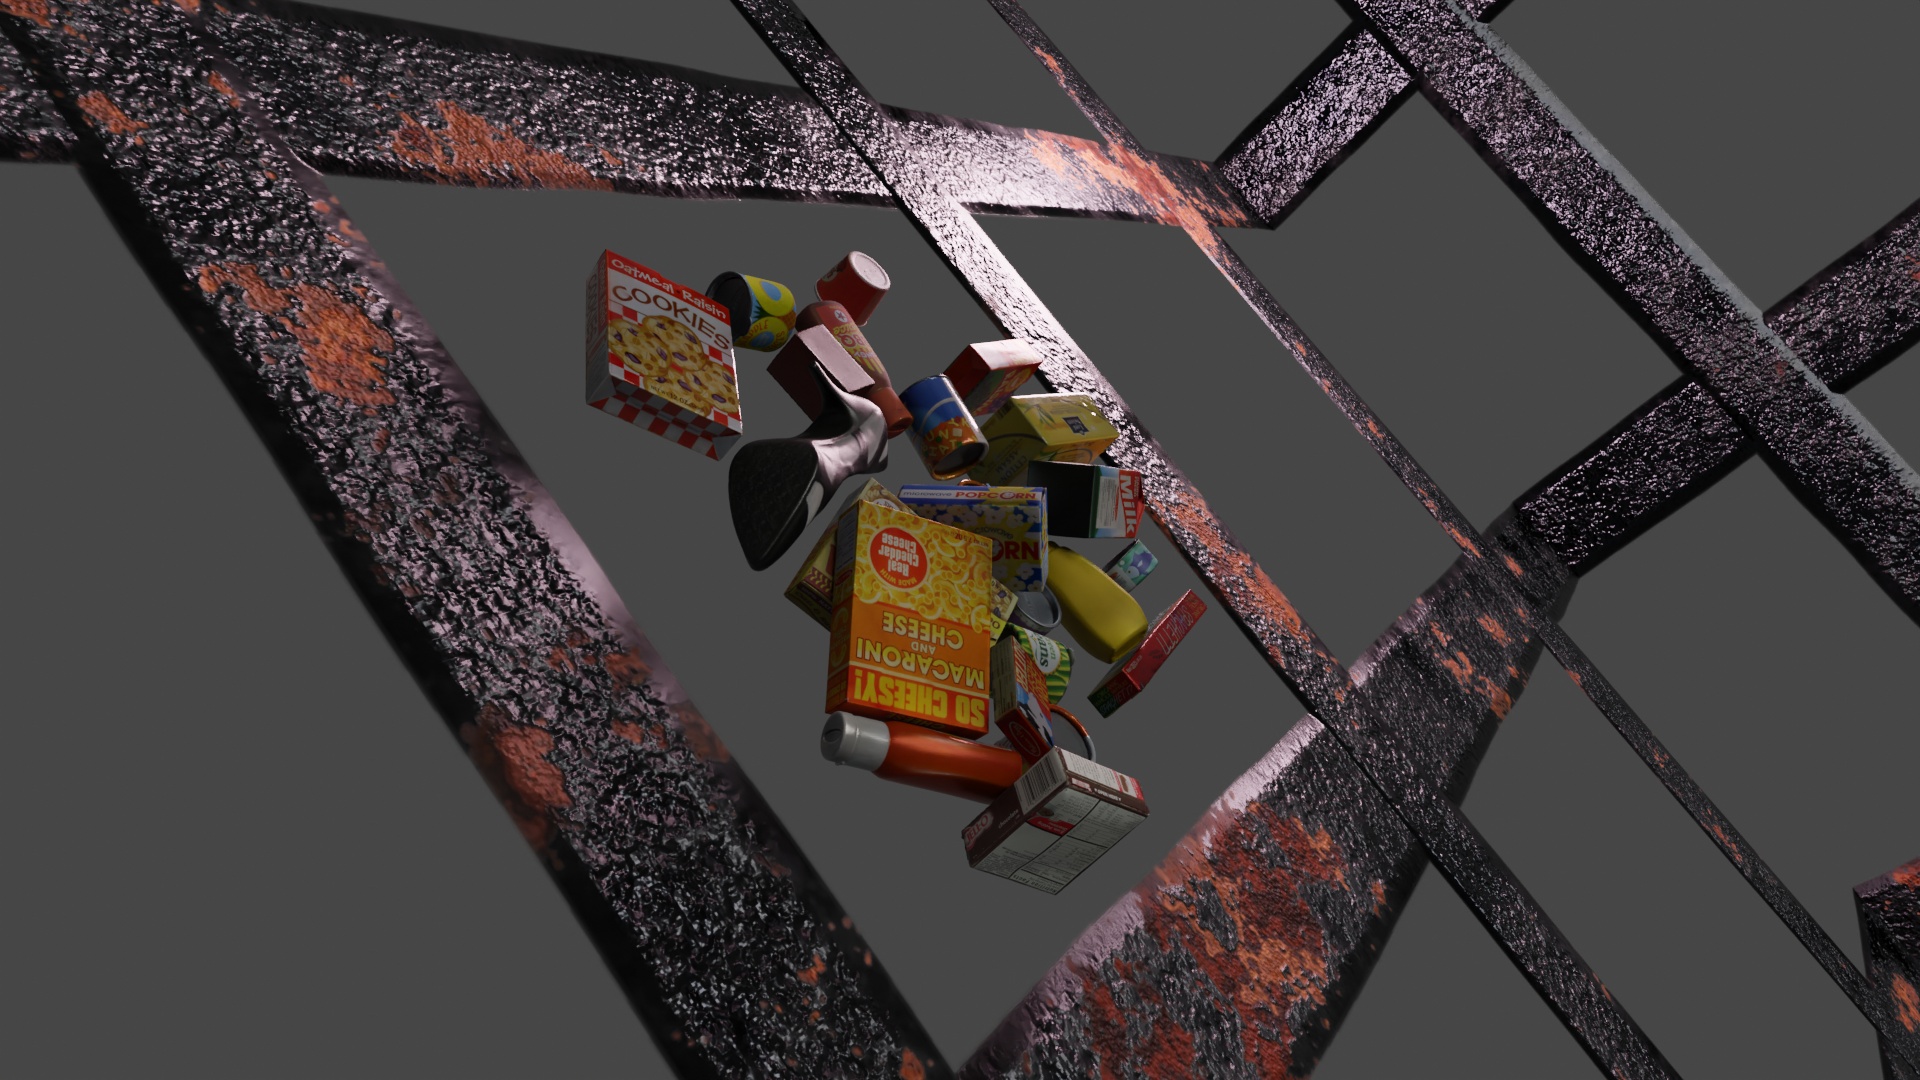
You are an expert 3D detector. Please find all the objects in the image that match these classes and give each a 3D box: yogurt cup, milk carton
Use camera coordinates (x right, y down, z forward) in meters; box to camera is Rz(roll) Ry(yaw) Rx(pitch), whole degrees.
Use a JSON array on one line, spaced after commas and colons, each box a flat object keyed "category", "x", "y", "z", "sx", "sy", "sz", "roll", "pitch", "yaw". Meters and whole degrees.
[{"category": "yogurt cup", "x": -0.111, "y": -0.265, "z": 1.456, "sx": 0.072, "sy": 0.053, "sz": 0.073, "roll": 32, "pitch": 32, "yaw": -24}, {"category": "milk carton", "x": 0.133, "y": -0.040, "z": 1.422, "sx": 0.191, "sy": 0.072, "sz": 0.073, "roll": 0, "pitch": 95, "yaw": -65}]

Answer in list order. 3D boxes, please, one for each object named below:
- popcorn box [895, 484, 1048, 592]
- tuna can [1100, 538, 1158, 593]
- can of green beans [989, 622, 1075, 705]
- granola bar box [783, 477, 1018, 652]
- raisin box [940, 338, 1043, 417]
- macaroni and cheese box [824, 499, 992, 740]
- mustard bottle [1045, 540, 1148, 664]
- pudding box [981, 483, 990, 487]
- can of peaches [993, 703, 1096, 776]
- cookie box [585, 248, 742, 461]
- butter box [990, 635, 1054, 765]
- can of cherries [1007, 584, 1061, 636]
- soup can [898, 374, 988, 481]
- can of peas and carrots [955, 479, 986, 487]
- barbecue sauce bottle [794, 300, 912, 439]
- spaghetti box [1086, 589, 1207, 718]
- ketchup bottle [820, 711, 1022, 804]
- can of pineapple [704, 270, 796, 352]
[{"category": "popcorn box", "x": 0.010, "y": -0.002, "z": 1.189, "sx": 0.127, "sy": 0.084, "sz": 0.038, "roll": 2, "pitch": 28, "yaw": 9}, {"category": "tuna can", "x": 0.172, "y": 0.031, "z": 1.438, "sx": 0.033, "sy": 0.071, "sz": 0.071, "roll": 48, "pitch": 29, "yaw": 0}, {"category": "can of green beans", "x": 0.052, "y": 0.109, "z": 1.185, "sx": 0.058, "sy": 0.071, "sz": 0.071, "roll": 24, "pitch": 36, "yaw": -34}, {"category": "granola bar box", "x": -0.044, "y": 0.046, "z": 1.128, "sx": 0.165, "sy": 0.039, "sz": 0.125, "roll": 39, "pitch": 50, "yaw": -12}, {"category": "raisin box", "x": 0.025, "y": -0.172, "z": 1.483, "sx": 0.040, "sy": 0.085, "sz": 0.124, "roll": 51, "pitch": 29, "yaw": 11}, {"category": "macaroni and cheese box", "x": -0.037, "y": 0.064, "z": 1.070, "sx": 0.124, "sy": 0.040, "sz": 0.167, "roll": 17, "pitch": 59, "yaw": -27}, {"category": "mustard bottle", "x": 0.110, "y": 0.046, "z": 1.345, "sx": 0.065, "sy": 0.048, "sz": 0.160, "roll": -32, "pitch": 64, "yaw": -24}, {"category": "pudding box", "x": 0.026, "y": -0.015, "z": 1.345, "sx": 0.050, "sy": 0.030, "sz": 0.084, "roll": -6, "pitch": 58, "yaw": -54}, {"category": "can of peaches", "x": 0.066, "y": 0.174, "z": 1.130, "sx": 0.071, "sy": 0.058, "sz": 0.071, "roll": 33, "pitch": 32, "yaw": -23}, {"category": "cookie box", "x": -0.247, "y": -0.157, "z": 1.156, "sx": 0.123, "sy": 0.040, "sz": 0.168, "roll": 24, "pitch": 36, "yaw": -34}, {"category": "butter box", "x": 0.048, "y": 0.124, "z": 1.089, "sx": 0.053, "sy": 0.024, "sz": 0.104, "roll": 52, "pitch": 16, "yaw": -24}, {"category": "can of cherries", "x": 0.045, "y": 0.066, "z": 1.239, "sx": 0.071, "sy": 0.058, "sz": 0.072, "roll": 33, "pitch": 33, "yaw": -24}, {"category": "soup can", "x": -0.022, "y": -0.109, "z": 1.368, "sx": 0.071, "sy": 0.071, "sz": 0.084, "roll": 2, "pitch": 52, "yaw": -52}, {"category": "can of peas and carrots", "x": 0.005, "y": -0.016, "z": 1.289, "sx": 0.071, "sy": 0.058, "sz": 0.071, "roll": 33, "pitch": 31, "yaw": -23}, {"category": "barbecue sauce bottle", "x": -0.101, "y": -0.166, "z": 1.354, "sx": 0.065, "sy": 0.043, "sz": 0.149, "roll": -10, "pitch": 61, "yaw": -56}, {"category": "spaghetti box", "x": 0.190, "y": 0.108, "z": 1.383, "sx": 0.028, "sy": 0.050, "sz": 0.251, "roll": 50, "pitch": 29, "yaw": 3}, {"category": "ketchup bottle", "x": -0.030, "y": 0.160, "z": 1.022, "sx": 0.149, "sy": 0.064, "sz": 0.044, "roll": 19, "pitch": 67, "yaw": -30}, {"category": "can of pineapple", "x": -0.191, "y": -0.206, "z": 1.264, "sx": 0.058, "sy": 0.070, "sz": 0.071, "roll": 3, "pitch": 50, "yaw": -51}]
